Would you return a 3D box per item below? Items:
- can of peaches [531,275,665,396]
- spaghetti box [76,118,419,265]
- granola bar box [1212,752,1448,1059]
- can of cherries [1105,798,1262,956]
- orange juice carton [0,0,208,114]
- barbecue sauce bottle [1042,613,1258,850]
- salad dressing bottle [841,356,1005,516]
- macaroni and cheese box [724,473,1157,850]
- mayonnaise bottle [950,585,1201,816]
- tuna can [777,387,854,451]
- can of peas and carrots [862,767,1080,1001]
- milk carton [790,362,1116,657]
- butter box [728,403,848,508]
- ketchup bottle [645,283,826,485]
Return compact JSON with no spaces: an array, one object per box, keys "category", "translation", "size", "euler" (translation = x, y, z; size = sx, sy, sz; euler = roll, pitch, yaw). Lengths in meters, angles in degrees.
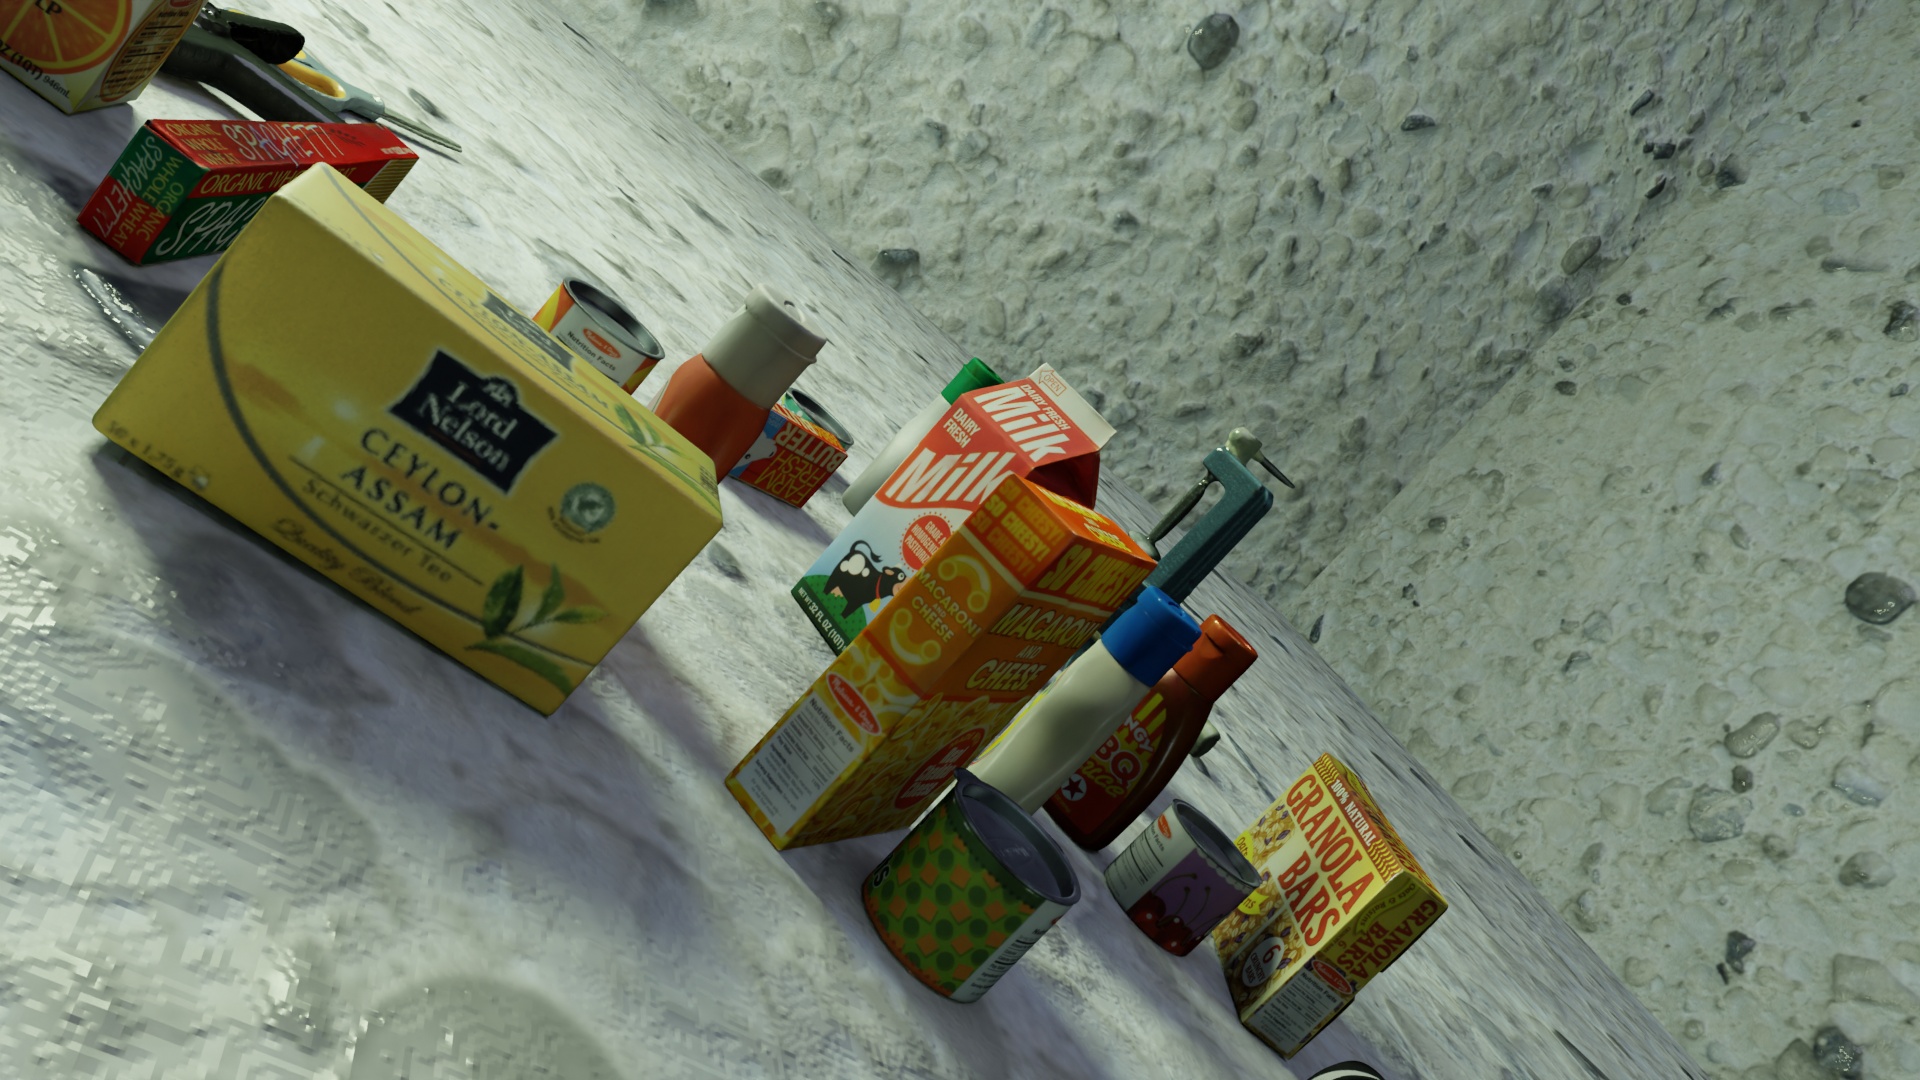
[{"category":"can of peaches","translation":[-0.203,-0.099,0.749],"size":[0.071,0.058,0.071],"euler":[41,10,-9]},{"category":"spaghetti box","translation":[-0.311,-0.163,0.633],"size":[0.028,0.050,0.251],"euler":[40,11,-13]},{"category":"granola bar box","translation":[0.206,0.209,0.820],"size":[0.039,0.124,0.166],"euler":[41,10,-9]},{"category":"can of cherries","translation":[0.126,0.191,0.780],"size":[0.071,0.058,0.071],"euler":[41,10,-9]},{"category":"orange juice carton","translation":[-0.346,-0.282,0.593],"size":[0.071,0.192,0.073],"euler":[38,11,-21]},{"category":"barbecue sauce bottle","translation":[0.108,0.107,0.804],"size":[0.065,0.148,0.043],"euler":[48,11,28]},{"category":"salad dressing bottle","translation":[-0.025,-0.071,1.041],"size":[0.044,0.147,0.064],"euler":[44,10,8]},{"category":"macaroni and cheese box","translation":[-0.003,0.052,0.571],"size":[0.040,0.166,0.124],"euler":[46,11,20]},{"category":"mayonnaise bottle","translation":[0.059,0.087,0.705],"size":[0.041,0.148,0.065],"euler":[44,10,11]},{"category":"tuna can","translation":[-0.119,-0.086,1.075],"size":[0.071,0.033,0.071],"euler":[41,10,-9]},{"category":"can of peas and carrots","translation":[0.002,0.136,0.549],"size":[0.071,0.058,0.071],"euler":[41,10,-9]},{"category":"milk carton","translation":[0.003,-0.010,0.775],"size":[0.072,0.190,0.073],"euler":[49,12,35]},{"category":"butter box","translation":[-0.123,-0.060,0.898],"size":[0.024,0.053,0.103],"euler":[49,12,34]},{"category":"ketchup bottle","translation":[-0.115,-0.038,0.573],"size":[0.043,0.148,0.065],"euler":[39,10,-20]}]
